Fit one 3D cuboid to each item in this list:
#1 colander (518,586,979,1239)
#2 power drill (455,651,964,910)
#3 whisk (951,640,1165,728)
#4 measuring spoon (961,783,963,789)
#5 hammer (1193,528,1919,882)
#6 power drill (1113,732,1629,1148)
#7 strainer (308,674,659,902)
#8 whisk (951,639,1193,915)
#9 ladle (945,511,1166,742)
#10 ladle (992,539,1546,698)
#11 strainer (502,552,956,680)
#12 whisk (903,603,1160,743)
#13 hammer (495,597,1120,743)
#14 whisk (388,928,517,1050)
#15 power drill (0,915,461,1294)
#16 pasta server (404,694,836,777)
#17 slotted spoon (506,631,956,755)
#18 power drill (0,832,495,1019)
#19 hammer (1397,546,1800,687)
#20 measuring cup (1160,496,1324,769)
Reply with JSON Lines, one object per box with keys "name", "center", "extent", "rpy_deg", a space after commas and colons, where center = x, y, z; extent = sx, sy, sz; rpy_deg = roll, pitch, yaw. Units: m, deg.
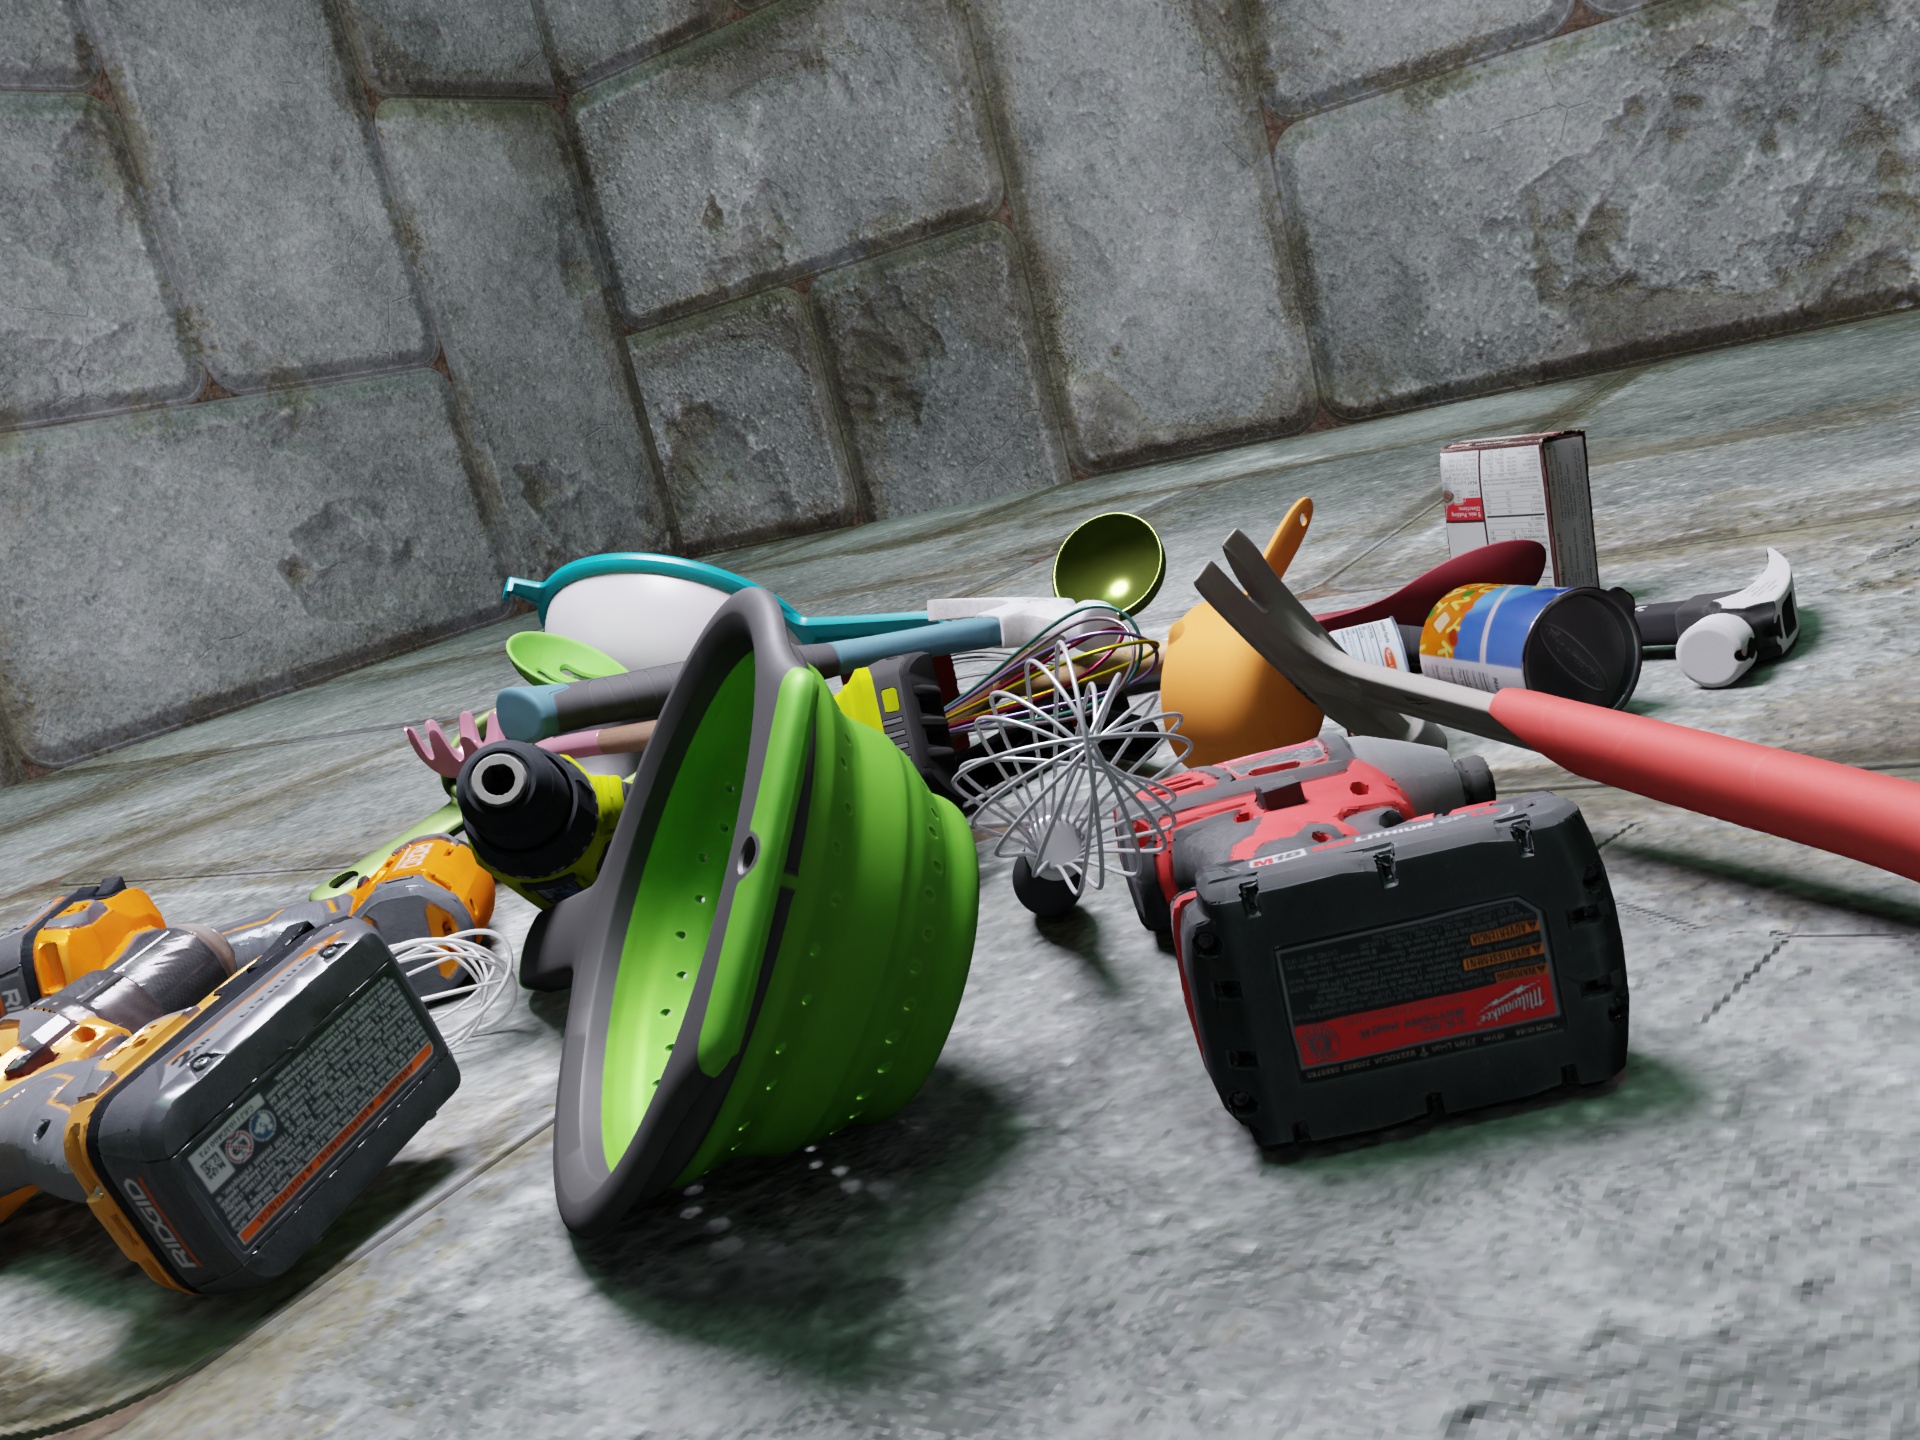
{"name": "colander", "center": [-0.089, 0.083, 0.585], "extent": [0.094, 0.205, 0.397], "rpy_deg": [17, -18, -20]}
{"name": "power drill", "center": [-0.119, 0.033, 0.756], "extent": [0.228, 0.080, 0.190], "rpy_deg": [-11, -14, -7]}
{"name": "whisk", "center": [0.082, -0.032, 1.057], "extent": [0.239, 0.055, 0.055], "rpy_deg": [-8, 12, 8]}
{"name": "measuring spoon", "center": [-0.045, 0.059, 0.863], "extent": [0.117, 0.011, 0.021], "rpy_deg": [-26, 29, -32]}
{"name": "hammer", "center": [0.225, 0.005, 0.553], "extent": [0.037, 0.149, 0.359], "rpy_deg": [-52, 26, -6]}
{"name": "power drill", "center": [0.130, 0.052, 0.528], "extent": [0.143, 0.078, 0.220], "rpy_deg": [-13, 9, 3]}
{"name": "strainer", "center": [-0.283, 0.066, 0.989], "extent": [0.152, 0.069, 0.256], "rpy_deg": [19, 40, 33]}
{"name": "whisk", "center": [0.034, 0.037, 0.546], "extent": [0.070, 0.070, 0.284], "rpy_deg": [-15, -13, -3]}
{"name": "ladle", "center": [0.026, -0.036, 0.982], "extent": [0.078, 0.062, 0.320], "rpy_deg": [20, 43, 32]}
{"name": "ladle", "center": [0.161, -0.046, 0.879], "extent": [0.315, 0.031, 0.069], "rpy_deg": [-11, -25, 25]}
{"name": "strainer", "center": [-0.151, -0.027, 1.116], "extent": [0.340, 0.210, 0.095], "rpy_deg": [-2, 60, 24]}
{"name": "whisk", "center": [-0.003, -0.003, 0.853], "extent": [0.245, 0.051, 0.047], "rpy_deg": [-22, 14, 30]}
{"name": "hammer", "center": [-0.084, -0.031, 0.872], "extent": [0.331, 0.033, 0.128], "rpy_deg": [-12, 11, -26]}
{"name": "whisk", "center": [-0.307, 0.140, 0.707], "extent": [0.246, 0.057, 0.059], "rpy_deg": [-16, 42, 13]}
{"name": "power drill", "center": [-0.295, 0.131, 0.594], "extent": [0.226, 0.084, 0.185], "rpy_deg": [-11, 23, 29]}
{"name": "pasta server", "center": [-0.184, 0.002, 0.919], "extent": [0.316, 0.040, 0.060], "rpy_deg": [-7, 8, 22]}
{"name": "slotted spoon", "center": [-0.149, -0.008, 1.003], "extent": [0.314, 0.031, 0.070], "rpy_deg": [14, 21, 18]}
{"name": "power drill", "center": [-0.355, 0.111, 0.819], "extent": [0.226, 0.084, 0.164], "rpy_deg": [-11, 11, -7]}
{"name": "hammer", "center": [0.294, -0.049, 0.900], "extent": [0.335, 0.035, 0.146], "rpy_deg": [-3, 17, 46]}
{"name": "measuring cup", "center": [0.163, -0.048, 0.803], "extent": [0.052, 0.095, 0.174], "rpy_deg": [7, 57, 42]}
